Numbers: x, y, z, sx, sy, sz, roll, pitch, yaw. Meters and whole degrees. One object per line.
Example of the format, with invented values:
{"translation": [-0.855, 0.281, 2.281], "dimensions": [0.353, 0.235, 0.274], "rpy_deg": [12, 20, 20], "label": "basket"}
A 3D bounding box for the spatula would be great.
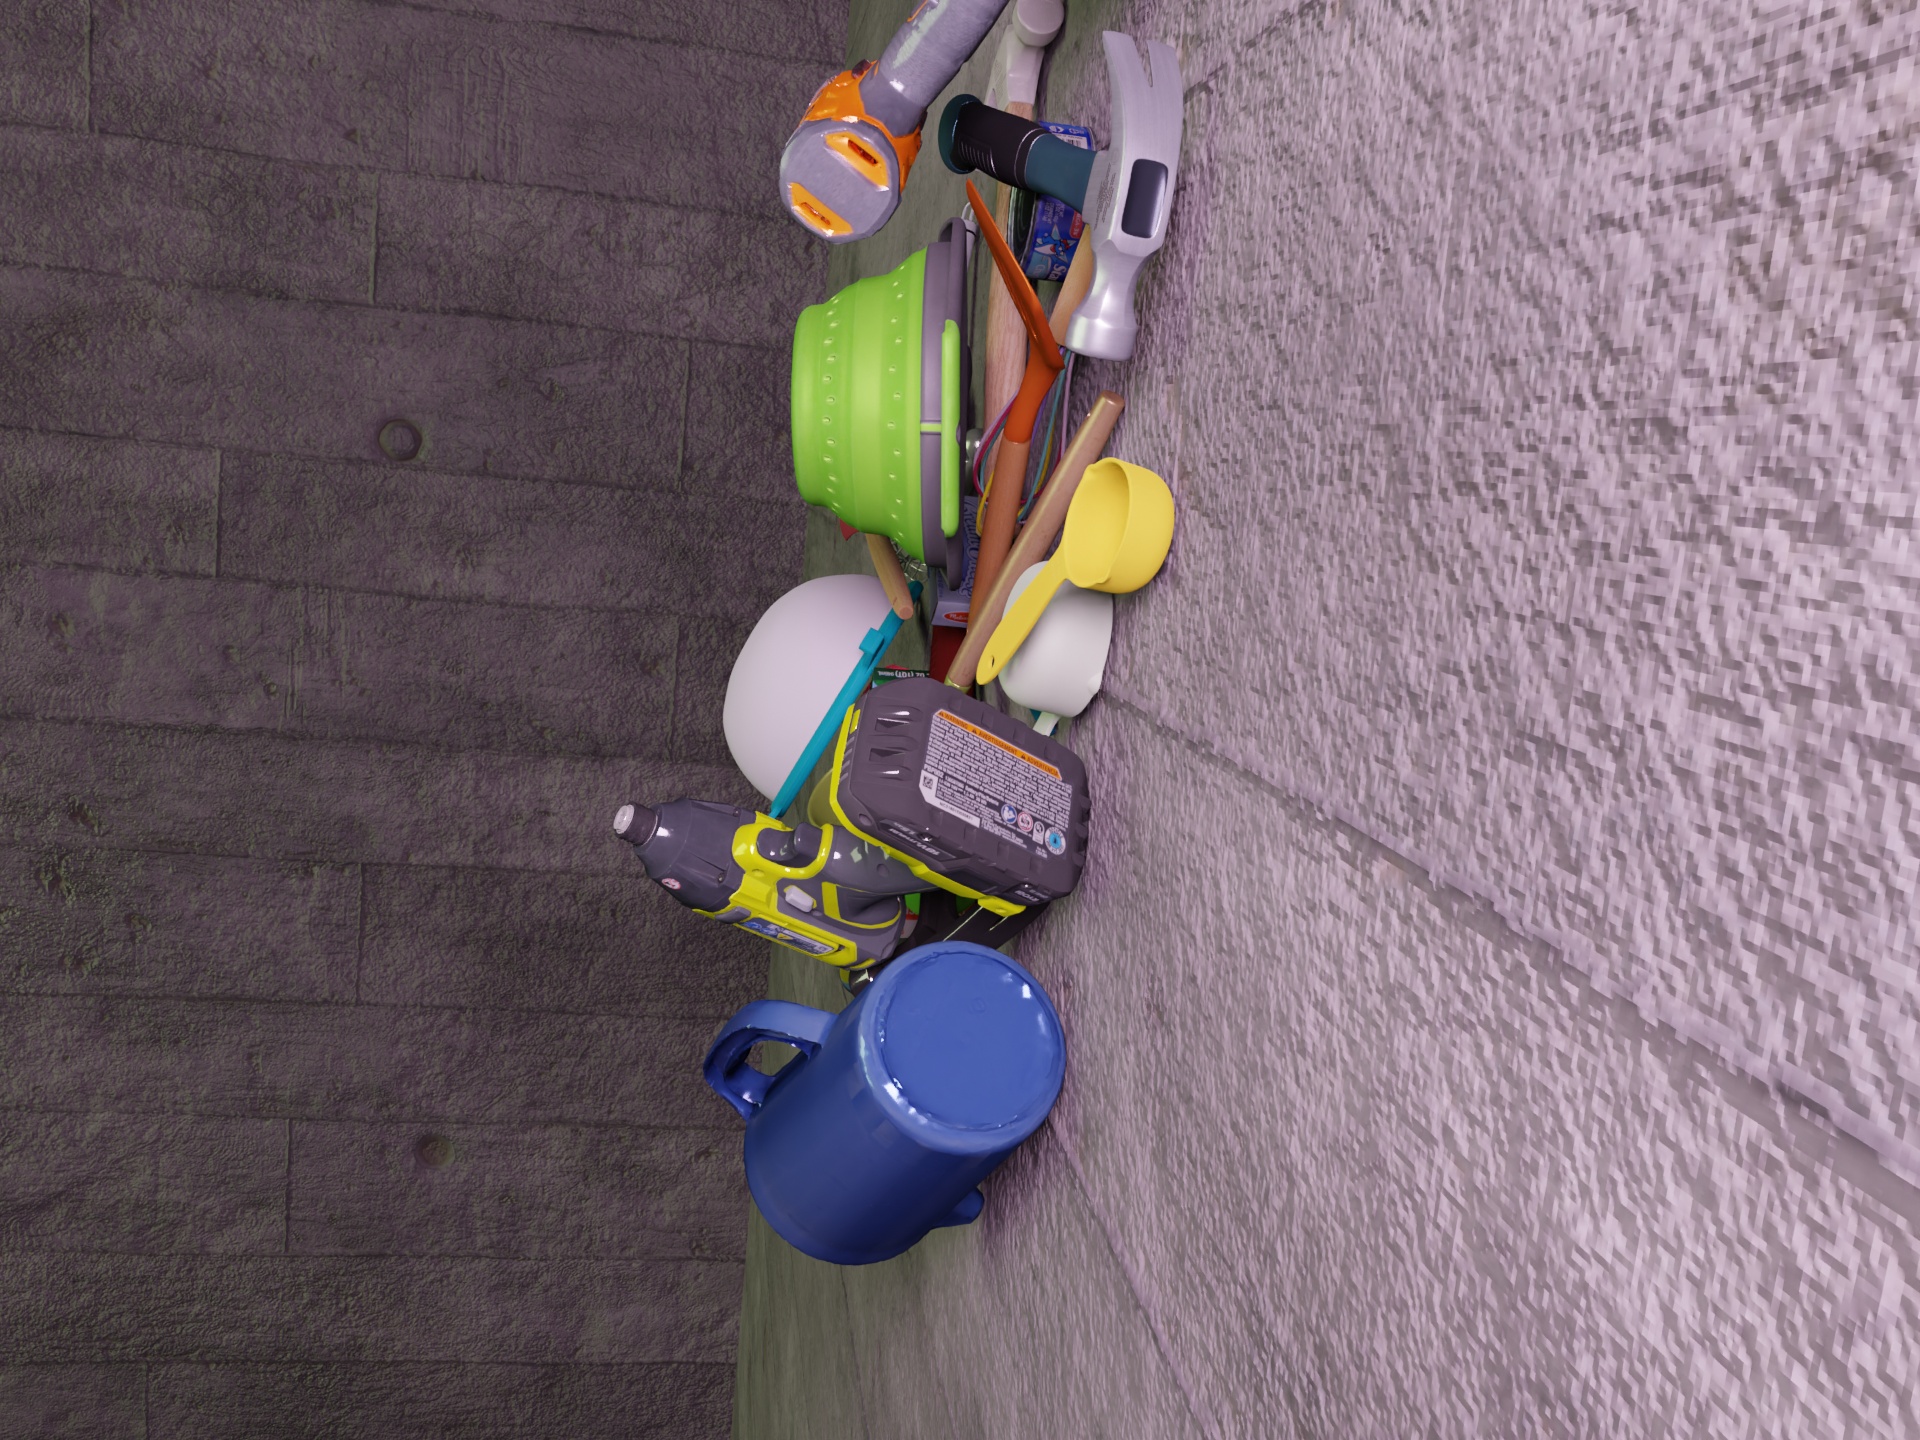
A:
{"translation": [0.018, -0.130, 0.820], "dimensions": [0.322, 0.041, 0.081], "rpy_deg": [101, 149, -57], "label": "spatula"}

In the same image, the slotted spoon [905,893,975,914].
{"translation": [-0.007, -0.011, 1.075], "dimensions": [0.031, 0.070, 0.314], "rpy_deg": [65, -158, -50], "label": "slotted spoon"}

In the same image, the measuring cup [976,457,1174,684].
{"translation": [0.050, -0.058, 0.724], "dimensions": [0.156, 0.029, 0.062], "rpy_deg": [129, 144, -50], "label": "measuring cup"}

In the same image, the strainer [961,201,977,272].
{"translation": [-0.015, -0.279, 1.229], "dimensions": [0.087, 0.050, 0.258], "rpy_deg": [0, 77, 62], "label": "strainer"}

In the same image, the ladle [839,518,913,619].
{"translation": [-0.062, -0.134, 1.202], "dimensions": [0.069, 0.031, 0.316], "rpy_deg": [-59, 20, 16], "label": "ladle"}

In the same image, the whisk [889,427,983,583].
{"translation": [-0.018, -0.161, 1.200], "dimensions": [0.058, 0.059, 0.246], "rpy_deg": [66, 160, 8], "label": "whisk"}

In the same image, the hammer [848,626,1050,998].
{"translation": [-0.002, -0.003, 0.989], "dimensions": [0.149, 0.036, 0.359], "rpy_deg": [-38, 35, 38], "label": "hammer"}

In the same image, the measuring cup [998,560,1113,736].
{"translation": [0.029, -0.006, 0.810], "dimensions": [0.083, 0.038, 0.167], "rpy_deg": [-103, 30, -54], "label": "measuring cup"}

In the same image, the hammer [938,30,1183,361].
{"translation": [0.038, -0.278, 0.795], "dimensions": [0.331, 0.033, 0.128], "rpy_deg": [-119, 38, -61], "label": "hammer"}

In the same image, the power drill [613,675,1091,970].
{"translation": [-0.059, 0.060, 0.806], "dimensions": [0.223, 0.171, 0.080], "rpy_deg": [-26, 46, 46], "label": "power drill"}

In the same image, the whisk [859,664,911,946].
{"translation": [-0.040, 0.102, 1.181], "dimensions": [0.073, 0.073, 0.296], "rpy_deg": [127, 140, -72], "label": "whisk"}

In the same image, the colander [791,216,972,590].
{"translation": [-0.042, -0.200, 0.970], "dimensions": [0.397, 0.094, 0.204], "rpy_deg": [-86, -3, -73], "label": "colander"}

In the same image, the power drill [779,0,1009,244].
{"translation": [-0.003, -0.359, 0.804], "dimensions": [0.226, 0.084, 0.164], "rpy_deg": [-44, 21, 29], "label": "power drill"}

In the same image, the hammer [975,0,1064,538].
{"translation": [0.030, -0.278, 1.012], "dimensions": [0.130, 0.031, 0.331], "rpy_deg": [149, 125, -78], "label": "hammer"}

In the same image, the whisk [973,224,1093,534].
{"translation": [0.051, -0.188, 0.840], "dimensions": [0.244, 0.047, 0.051], "rpy_deg": [112, 148, -48], "label": "whisk"}

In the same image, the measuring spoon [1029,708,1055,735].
{"translation": [0.042, -0.033, 0.909], "dimensions": [0.129, 0.021, 0.042], "rpy_deg": [-112, 21, -49], "label": "measuring spoon"}

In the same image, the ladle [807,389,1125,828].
{"translation": [-0.001, -0.046, 0.853], "dimensions": [0.078, 0.062, 0.320], "rpy_deg": [-85, 19, -52], "label": "ladle"}

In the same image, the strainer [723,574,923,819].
{"translation": [-0.111, -0.063, 1.273], "dimensions": [0.211, 0.095, 0.340], "rpy_deg": [-57, 5, 24], "label": "strainer"}

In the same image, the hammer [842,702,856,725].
{"translation": [-0.082, 0.098, 1.233], "dimensions": [0.337, 0.034, 0.127], "rpy_deg": [-85, -15, -70], "label": "hammer"}
